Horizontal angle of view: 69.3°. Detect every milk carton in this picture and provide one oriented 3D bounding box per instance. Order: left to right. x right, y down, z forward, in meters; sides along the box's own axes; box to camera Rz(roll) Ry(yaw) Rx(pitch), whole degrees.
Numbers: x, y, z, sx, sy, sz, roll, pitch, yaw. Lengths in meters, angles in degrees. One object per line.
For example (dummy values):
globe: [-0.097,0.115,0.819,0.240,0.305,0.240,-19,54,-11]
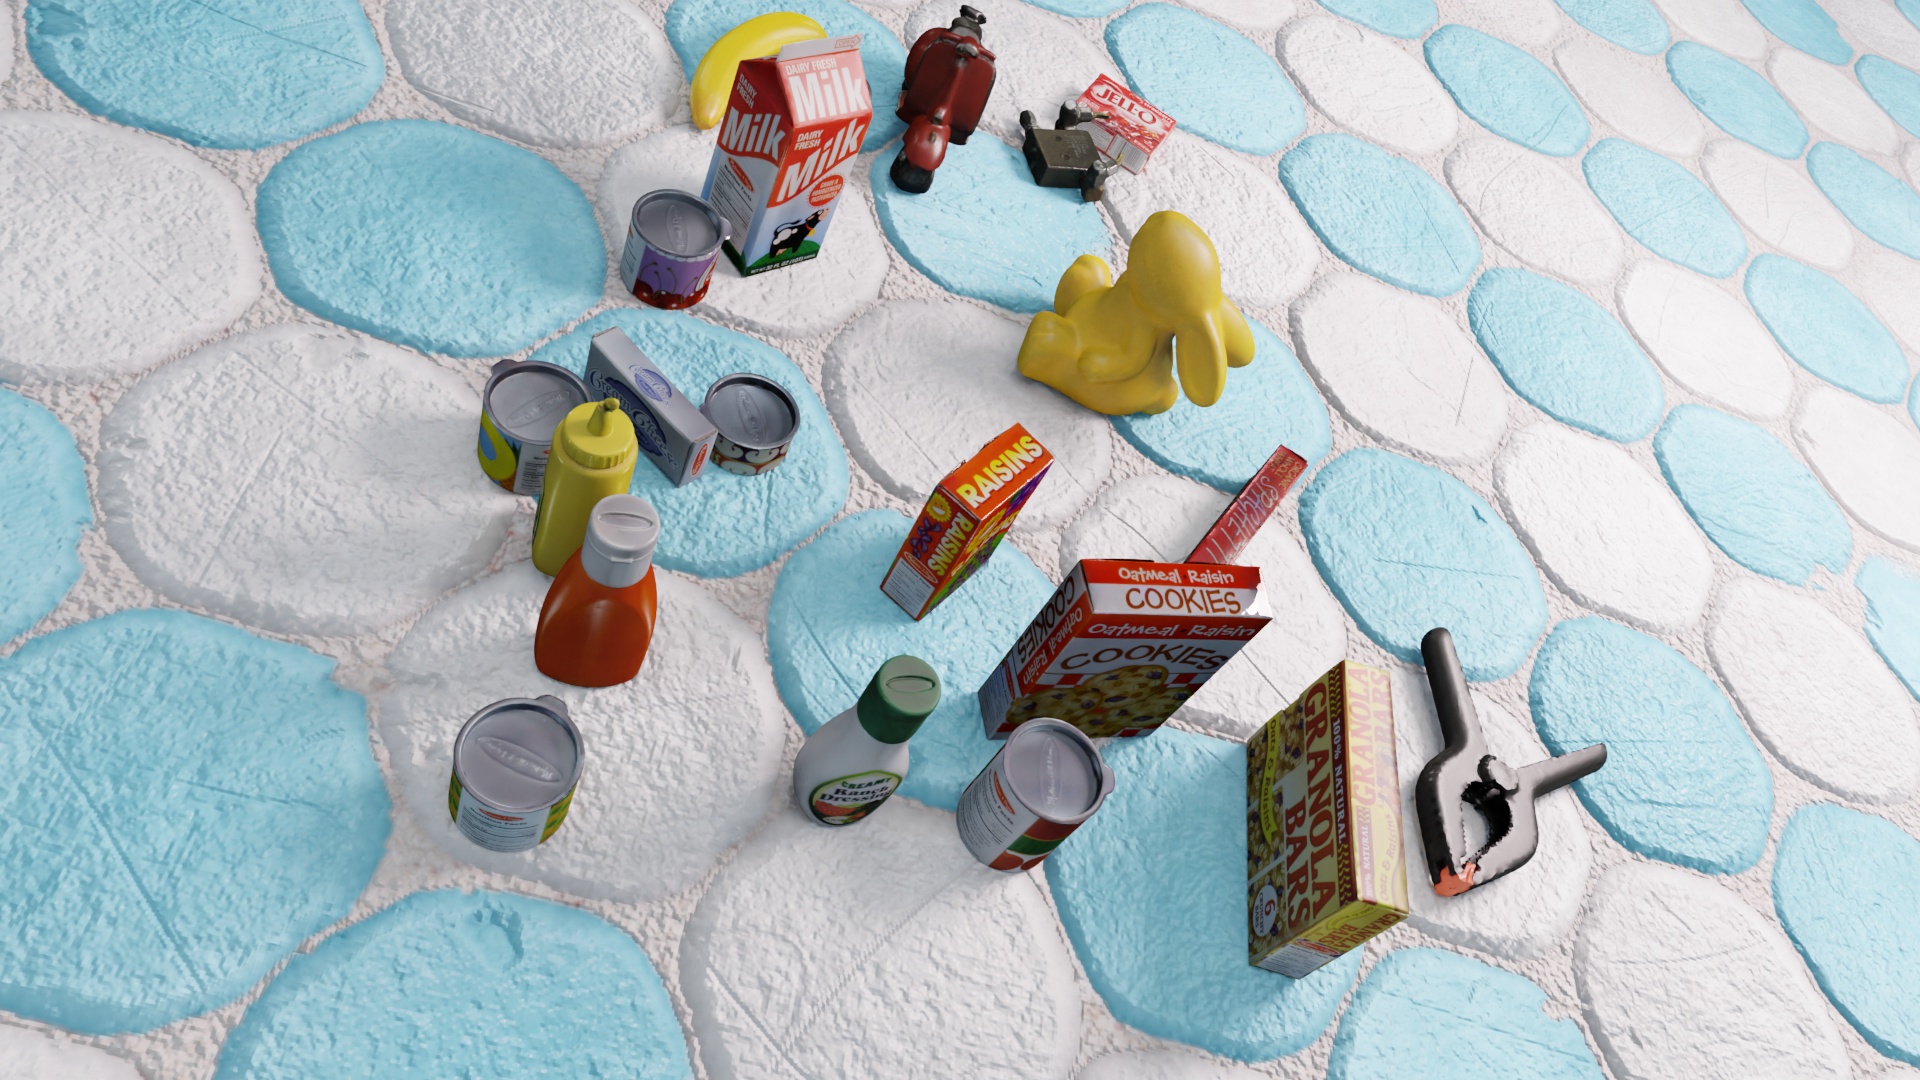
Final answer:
milk carton: [-0.125,-0.288,1.009,0.072,0.189,0.073,-25,70,-35]

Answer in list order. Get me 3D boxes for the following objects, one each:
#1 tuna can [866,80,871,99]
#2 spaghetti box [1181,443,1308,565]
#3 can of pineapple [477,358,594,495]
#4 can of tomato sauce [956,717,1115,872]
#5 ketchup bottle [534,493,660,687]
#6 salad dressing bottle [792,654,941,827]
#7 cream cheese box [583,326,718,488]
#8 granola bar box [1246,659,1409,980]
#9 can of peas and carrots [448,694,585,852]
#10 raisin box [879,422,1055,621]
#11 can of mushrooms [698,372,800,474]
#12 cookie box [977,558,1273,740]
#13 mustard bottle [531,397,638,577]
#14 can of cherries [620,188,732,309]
tuna can: [-0.110,-0.374,1.181,0.071,0.032,0.071,12,53,-16]
spaghetti box: [0.188,0.011,1.028,0.029,0.050,0.251,40,50,6]
can of pineapple: [-0.269,-0.072,0.877,0.071,0.057,0.071,12,53,-16]
can of tomato sauce: [0.043,0.155,0.839,0.071,0.082,0.071,12,53,-16]
ketchup bottle: [-0.199,0.030,0.777,0.065,0.148,0.044,7,55,-20]
salad dressing bottle: [-0.052,0.114,0.784,0.064,0.147,0.044,2,56,-23]
cream cheese box: [-0.207,-0.088,0.919,0.104,0.053,0.024,45,51,11]
granola bar box: [0.227,0.176,0.880,0.039,0.123,0.166,18,51,-12]
can of peas and carrots: [-0.239,0.125,0.750,0.071,0.058,0.071,12,53,-16]
raisin box: [0.003,-0.011,0.914,0.040,0.122,0.086,43,51,9]
can of mushrooms: [-0.148,-0.080,0.953,0.071,0.033,0.071,12,53,-16]
cookie box: [0.099,0.071,0.869,0.123,0.166,0.040,2,56,-23]
mustard bottle: [-0.217,-0.037,0.809,0.049,0.159,0.065,13,53,-15]
can of cherries: [-0.206,-0.209,1.003,0.071,0.058,0.072,12,53,-16]
